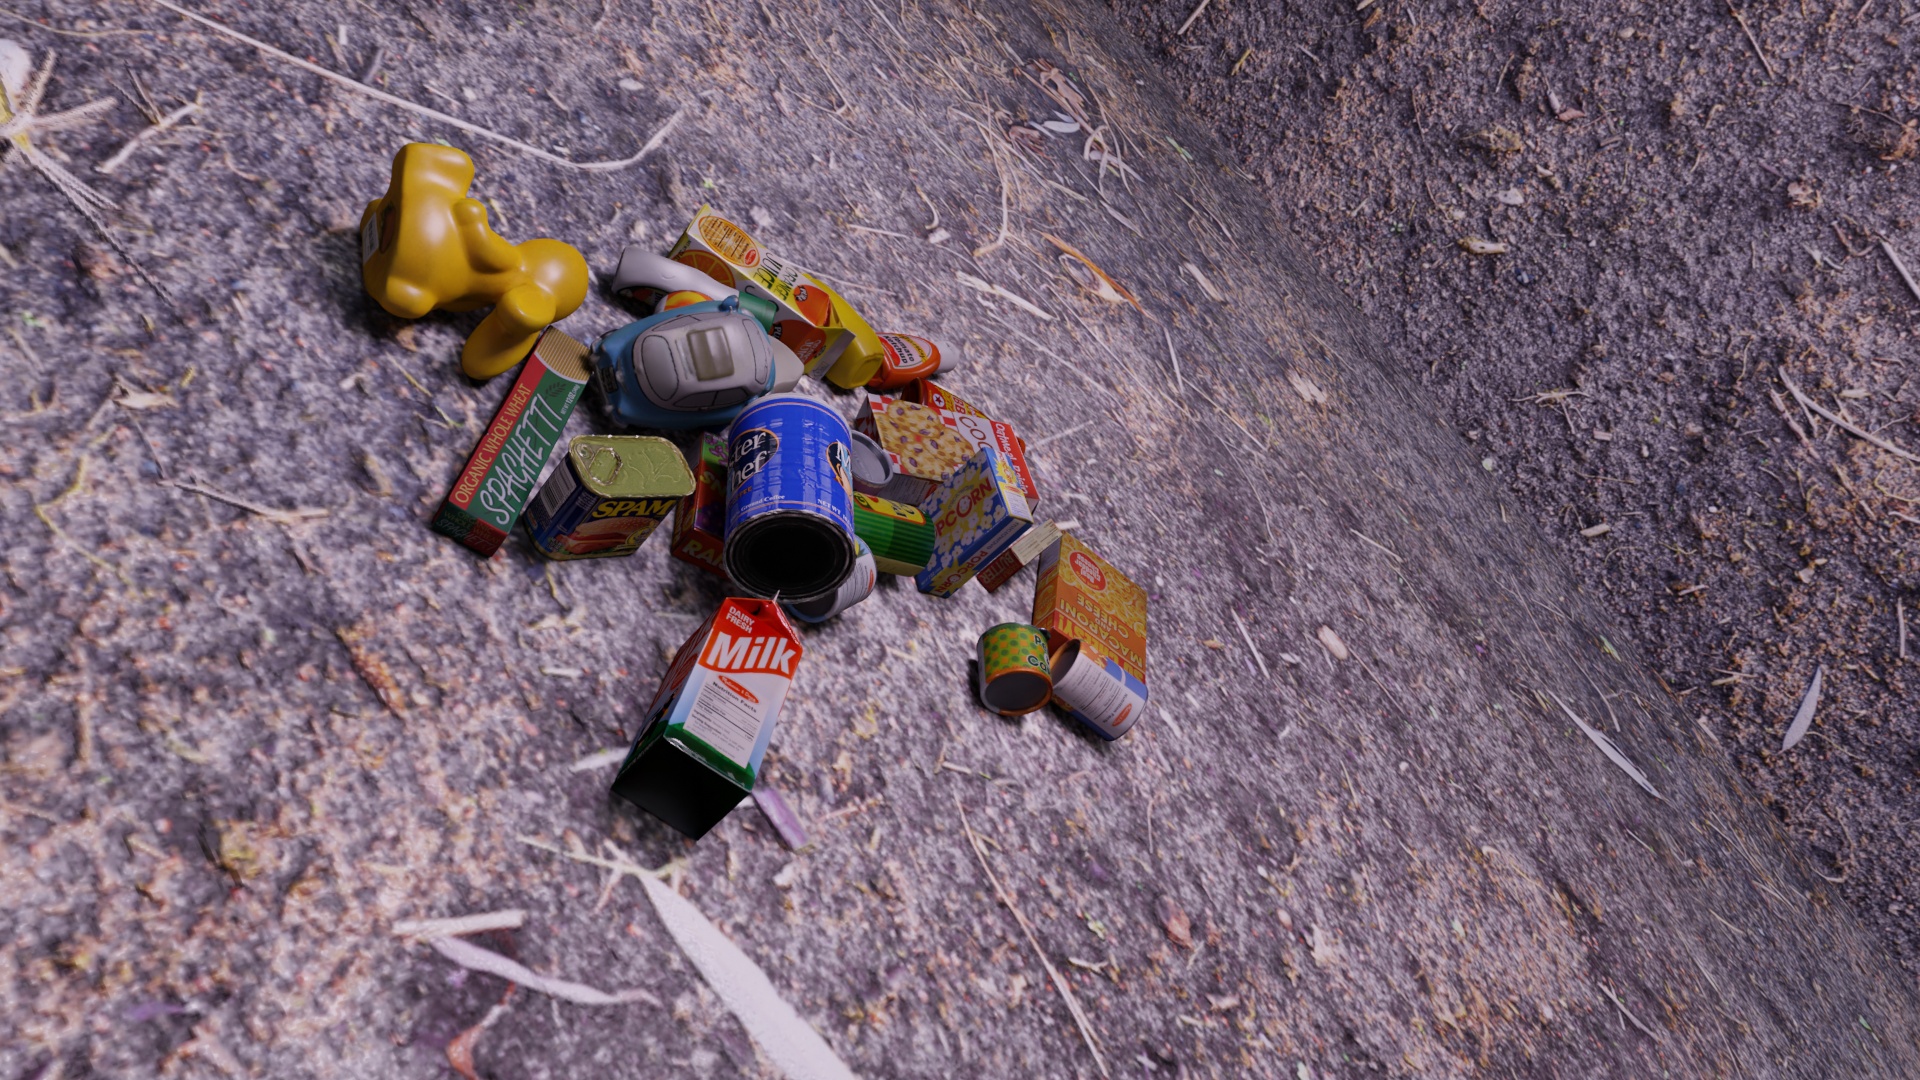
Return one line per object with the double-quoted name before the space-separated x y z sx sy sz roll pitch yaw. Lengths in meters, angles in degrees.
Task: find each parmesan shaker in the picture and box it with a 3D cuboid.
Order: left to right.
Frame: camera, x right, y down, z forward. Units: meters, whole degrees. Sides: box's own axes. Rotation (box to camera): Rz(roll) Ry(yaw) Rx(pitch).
"parmesan shaker" -0.083 -0.008 1.252 0.103 0.071 0.071 14 44 -42

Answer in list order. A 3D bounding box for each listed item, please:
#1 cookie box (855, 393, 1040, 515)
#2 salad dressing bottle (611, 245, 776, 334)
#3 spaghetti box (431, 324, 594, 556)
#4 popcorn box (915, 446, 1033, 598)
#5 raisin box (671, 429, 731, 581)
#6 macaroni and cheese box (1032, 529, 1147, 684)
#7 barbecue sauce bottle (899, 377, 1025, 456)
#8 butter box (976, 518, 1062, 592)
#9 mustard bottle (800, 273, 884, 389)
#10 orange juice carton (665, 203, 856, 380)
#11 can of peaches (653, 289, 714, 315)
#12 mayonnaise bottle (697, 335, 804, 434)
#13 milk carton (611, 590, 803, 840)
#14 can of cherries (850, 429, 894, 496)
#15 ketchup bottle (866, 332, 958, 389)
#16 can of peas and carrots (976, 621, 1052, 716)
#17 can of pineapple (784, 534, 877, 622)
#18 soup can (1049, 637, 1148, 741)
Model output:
"cookie box" -0.014 -0.081 1.398 0.167 0.040 0.123 10 39 -25
"salad dressing bottle" -0.247 -0.228 1.293 0.148 0.064 0.044 18 76 -18
"spaghetti box" -0.337 -0.083 1.071 0.050 0.028 0.251 32 34 -20
"popcorn box" 0.005 -0.016 1.304 0.038 0.126 0.085 19 40 -41
"raisin box" -0.192 -0.025 1.166 0.086 0.040 0.124 28 36 -28
"macaroni and cheese box" 0.135 0.081 1.428 0.123 0.040 0.167 36 32 -16
"barbecue sauce bottle" 0.004 -0.120 1.500 0.148 0.043 0.065 24 46 -32
"butter box" 0.061 0.014 1.405 0.024 0.053 0.104 51 32 3
"mustard bottle" -0.143 -0.230 1.436 0.049 0.065 0.160 -14 61 -51
"orange juice carton" -0.198 -0.235 1.367 0.192 0.071 0.073 35 33 -17
"can of peaches" -0.246 -0.183 1.255 0.071 0.071 0.058 30 35 -25
"mayonnaise bottle" -0.201 -0.143 1.290 0.065 0.041 0.149 39 33 -3
"milk carton" -0.173 0.112 1.000 0.073 0.072 0.191 36 34 -16
"can of cherries" -0.104 -0.059 1.290 0.071 0.058 0.072 30 34 -23
"ketchup bottle" -0.058 -0.198 1.517 0.065 0.043 0.149 53 31 15
"can of peas and carrots" 0.051 0.116 1.260 0.071 0.070 0.059 28 36 -27
"can of pineapple" -0.115 0.030 1.170 0.071 0.070 0.058 51 32 8
"soup can" 0.126 0.141 1.327 0.083 0.071 0.072 37 32 -14
